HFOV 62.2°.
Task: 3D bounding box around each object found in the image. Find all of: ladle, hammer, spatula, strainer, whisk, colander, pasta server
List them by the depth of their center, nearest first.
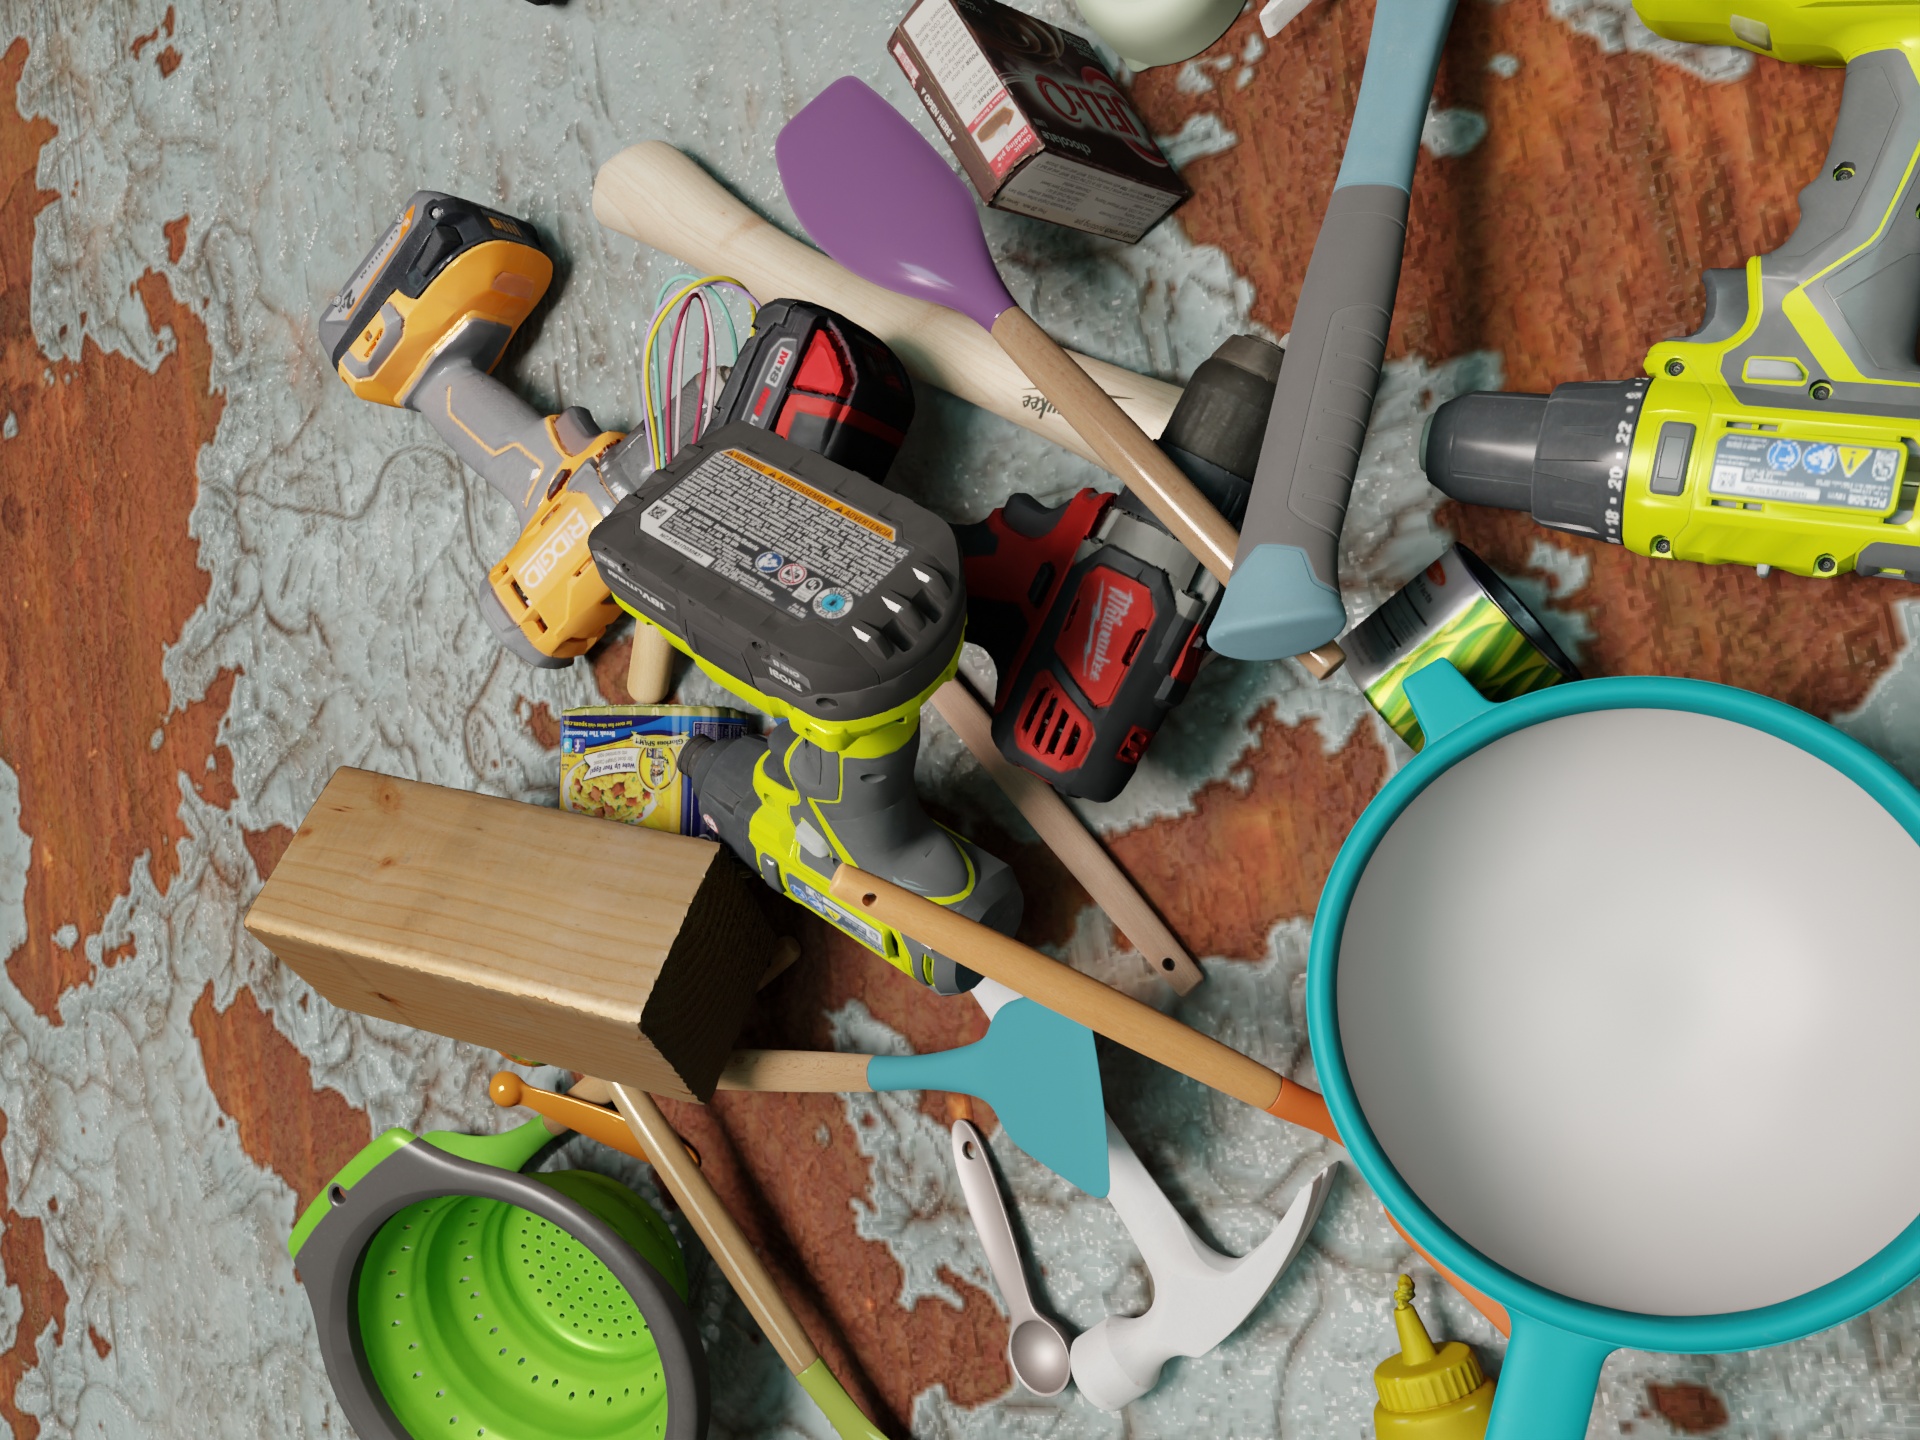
[{"bbox_3d":[0.212,0.158,0.538,0.211,0.095,0.340,14,86,20],"label":"strainer"},{"bbox_3d":[0.145,-0.175,0.568,0.128,0.033,0.331,8,72,26],"label":"hammer"},{"bbox_3d":[0.097,0.131,0.589,0.322,0.041,0.081,27,101,-8],"label":"spatula"},{"bbox_3d":[0.031,-0.131,0.596,0.060,0.018,0.316,-42,72,4],"label":"spatula"},{"bbox_3d":[-0.065,0.157,0.707,0.317,0.044,0.082,-8,89,34],"label":"spatula"},{"bbox_3d":[0.003,0.091,0.711,0.144,0.035,0.406,-43,70,22],"label":"hammer"},{"bbox_3d":[-0.001,-0.002,0.713,0.060,0.040,0.316,-46,70,16],"label":"pasta server"},{"bbox_3d":[-0.091,0.278,0.727,0.078,0.062,0.320,-42,78,26],"label":"ladle"},{"bbox_3d":[-0.025,-0.169,0.731,0.411,0.038,0.146,31,105,27],"label":"hammer"},{"bbox_3d":[-0.134,-0.098,0.733,0.051,0.047,0.244,27,133,8],"label":"whisk"},{"bbox_3d":[-0.145,0.348,0.773,0.397,0.094,0.204,47,112,3],"label":"colander"}]

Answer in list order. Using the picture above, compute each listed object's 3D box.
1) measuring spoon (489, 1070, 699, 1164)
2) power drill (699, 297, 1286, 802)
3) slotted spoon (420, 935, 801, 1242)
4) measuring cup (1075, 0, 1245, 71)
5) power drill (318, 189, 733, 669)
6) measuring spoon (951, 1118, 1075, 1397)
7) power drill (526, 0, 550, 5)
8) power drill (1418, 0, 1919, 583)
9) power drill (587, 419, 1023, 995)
[{"bbox_3d":[-0.188,0.206,0.808,0.117,0.011,0.021,20,110,7],"label":"measuring spoon"},{"bbox_3d":[0.012,-0.096,0.646,0.227,0.080,0.188,30,100,23],"label":"power drill"},{"bbox_3d":[-0.197,0.195,0.828,0.313,0.031,0.070,-37,78,22],"label":"slotted spoon"},{"bbox_3d":[0.046,-0.340,0.689,0.168,0.038,0.083,28,103,25],"label":"measuring cup"},{"bbox_3d":[-0.211,-0.166,0.812,0.185,0.084,0.226,-42,75,22],"label":"power drill"},{"bbox_3d":[0.024,0.237,0.712,0.034,0.018,0.124,-36,66,35],"label":"measuring spoon"},{"bbox_3d":[-0.260,-0.508,0.844,0.227,0.084,0.164,42,108,19],"label":"power drill"},{"bbox_3d":[0.269,-0.166,0.542,0.191,0.080,0.228,12,98,29],"label":"power drill"},{"bbox_3d":[-0.062,0.002,0.619,0.171,0.223,0.080,29,60,25],"label":"power drill"}]
